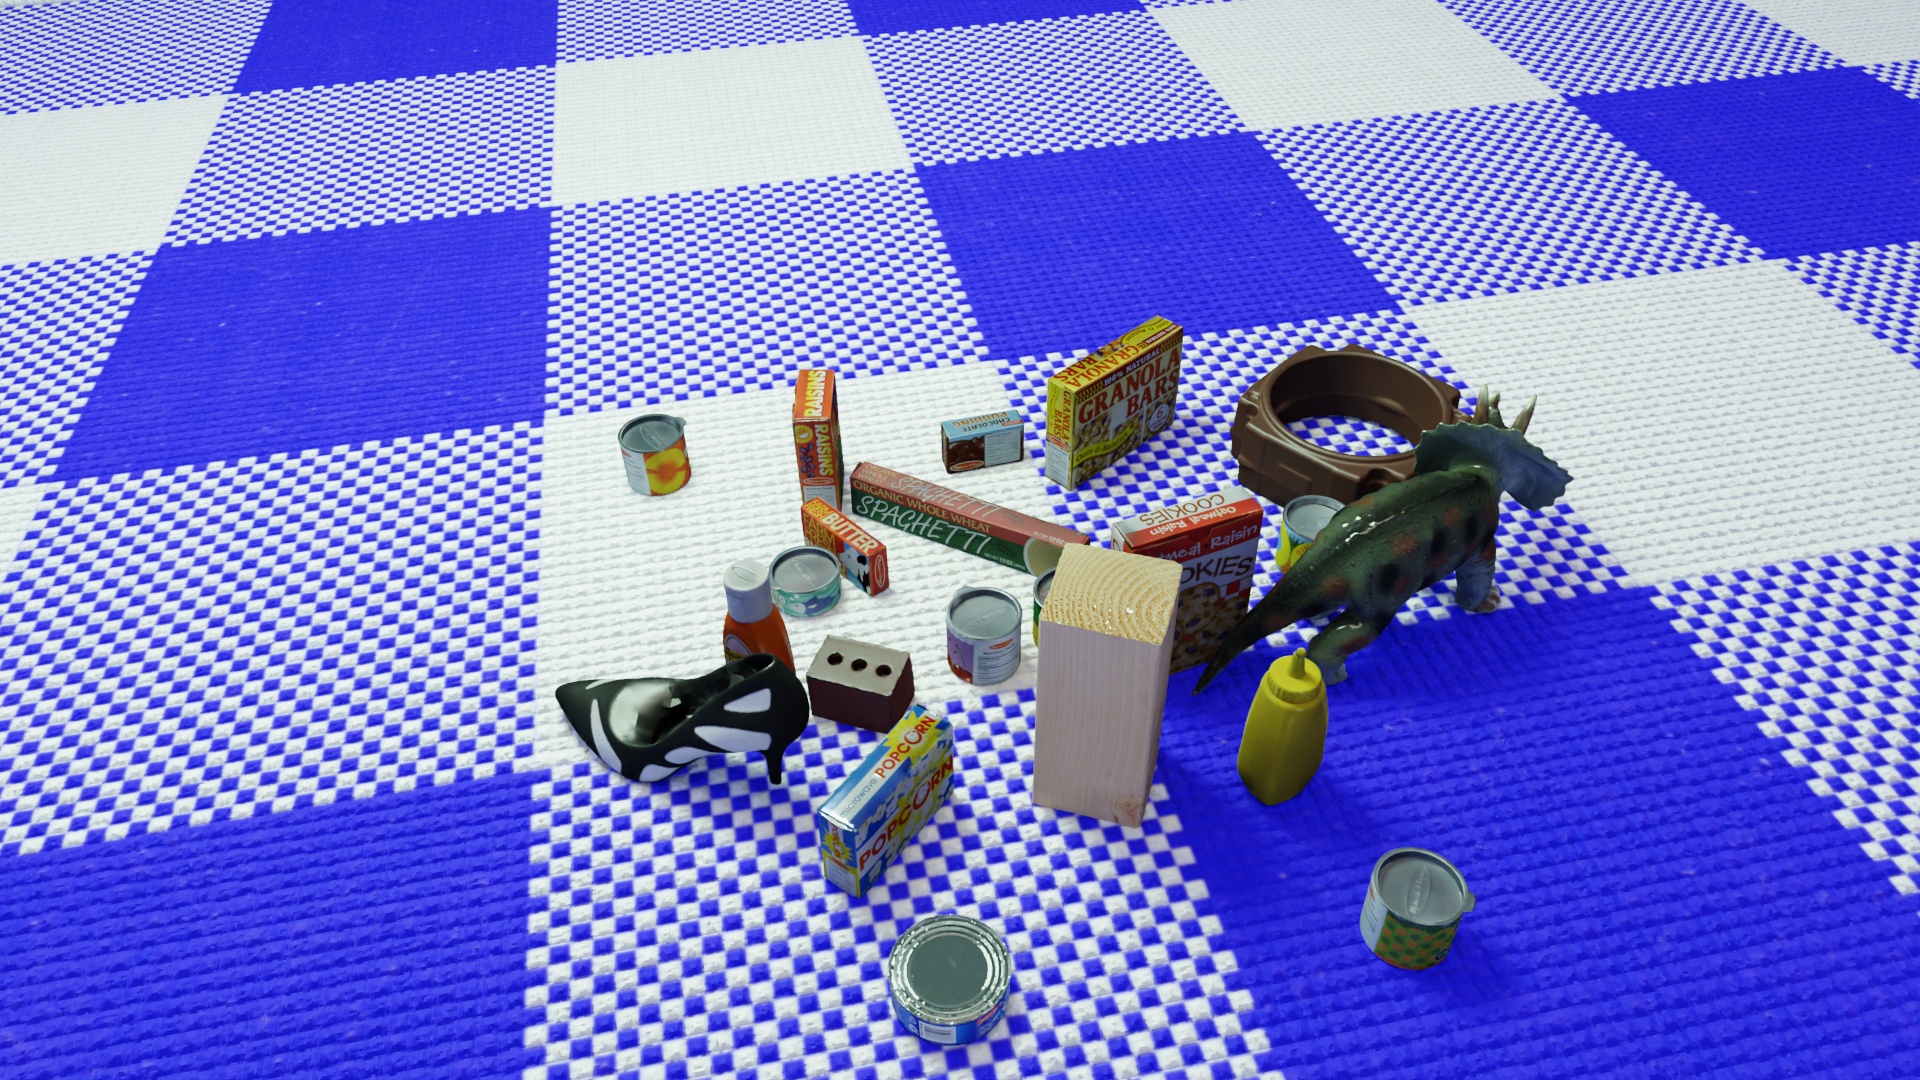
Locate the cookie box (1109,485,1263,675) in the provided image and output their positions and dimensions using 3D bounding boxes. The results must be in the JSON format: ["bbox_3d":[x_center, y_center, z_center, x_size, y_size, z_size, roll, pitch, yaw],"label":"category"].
[{"bbox_3d":[0.186,0.042,1.171,0.123,0.166,0.040,-17,43,-17],"label":"cookie box"}]

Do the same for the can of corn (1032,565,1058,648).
[{"bbox_3d":[0.097,0.063,1.231,0.071,0.058,0.071,-1,41,1],"label":"can of corn"}]

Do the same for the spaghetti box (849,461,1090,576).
[{"bbox_3d":[0.005,-0.017,1.331,0.250,0.049,0.029,19,45,21],"label":"spaghetti box"}]

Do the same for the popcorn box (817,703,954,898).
[{"bbox_3d":[-0.055,0.198,1.058,0.038,0.084,0.127,23,47,26],"label":"popcorn box"}]

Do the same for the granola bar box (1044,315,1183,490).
[{"bbox_3d":[0.157,-0.141,1.416,0.166,0.123,0.039,-33,50,-31],"label":"granola bar box"}]

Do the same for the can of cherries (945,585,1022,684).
[{"bbox_3d":[0.020,0.082,1.211,0.071,0.058,0.072,-1,41,1],"label":"can of cherries"}]

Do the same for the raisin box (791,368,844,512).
[{"bbox_3d":[-0.140,-0.095,1.369,0.040,0.122,0.086,-1,41,0],"label":"raisin box"}]

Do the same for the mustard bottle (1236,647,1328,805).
[{"bbox_3d":[0.252,0.135,1.068,0.065,0.159,0.049,-25,46,-25],"label":"mustard bottle"}]

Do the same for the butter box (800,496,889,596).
[{"bbox_3d":[-0.110,0.005,1.306,0.024,0.052,0.104,-32,50,-31],"label":"butter box"}]

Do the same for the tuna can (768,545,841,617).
[{"bbox_3d":[-0.145,0.039,1.284,0.071,0.032,0.071,-1,41,1],"label":"tuna can"}]

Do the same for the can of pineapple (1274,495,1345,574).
[{"bbox_3d":[0.331,0.001,1.298,0.071,0.057,0.071,-1,41,1],"label":"can of pineapple"}]

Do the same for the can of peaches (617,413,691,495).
[{"bbox_3d":[-0.308,-0.088,1.414,0.071,0.057,0.071,-1,41,1],"label":"can of peaches"}]

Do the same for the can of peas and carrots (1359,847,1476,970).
[{"bbox_3d":[0.326,0.264,0.994,0.071,0.058,0.071,-1,41,1],"label":"can of peas and carrots"}]

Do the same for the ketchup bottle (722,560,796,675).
[{"bbox_3d":[-0.169,0.082,1.146,0.065,0.148,0.044,25,47,27],"label":"ketchup bottle"}]

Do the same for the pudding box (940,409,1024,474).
[{"bbox_3d":[0.022,-0.102,1.430,0.084,0.049,0.030,-11,42,-12],"label":"pudding box"}]
